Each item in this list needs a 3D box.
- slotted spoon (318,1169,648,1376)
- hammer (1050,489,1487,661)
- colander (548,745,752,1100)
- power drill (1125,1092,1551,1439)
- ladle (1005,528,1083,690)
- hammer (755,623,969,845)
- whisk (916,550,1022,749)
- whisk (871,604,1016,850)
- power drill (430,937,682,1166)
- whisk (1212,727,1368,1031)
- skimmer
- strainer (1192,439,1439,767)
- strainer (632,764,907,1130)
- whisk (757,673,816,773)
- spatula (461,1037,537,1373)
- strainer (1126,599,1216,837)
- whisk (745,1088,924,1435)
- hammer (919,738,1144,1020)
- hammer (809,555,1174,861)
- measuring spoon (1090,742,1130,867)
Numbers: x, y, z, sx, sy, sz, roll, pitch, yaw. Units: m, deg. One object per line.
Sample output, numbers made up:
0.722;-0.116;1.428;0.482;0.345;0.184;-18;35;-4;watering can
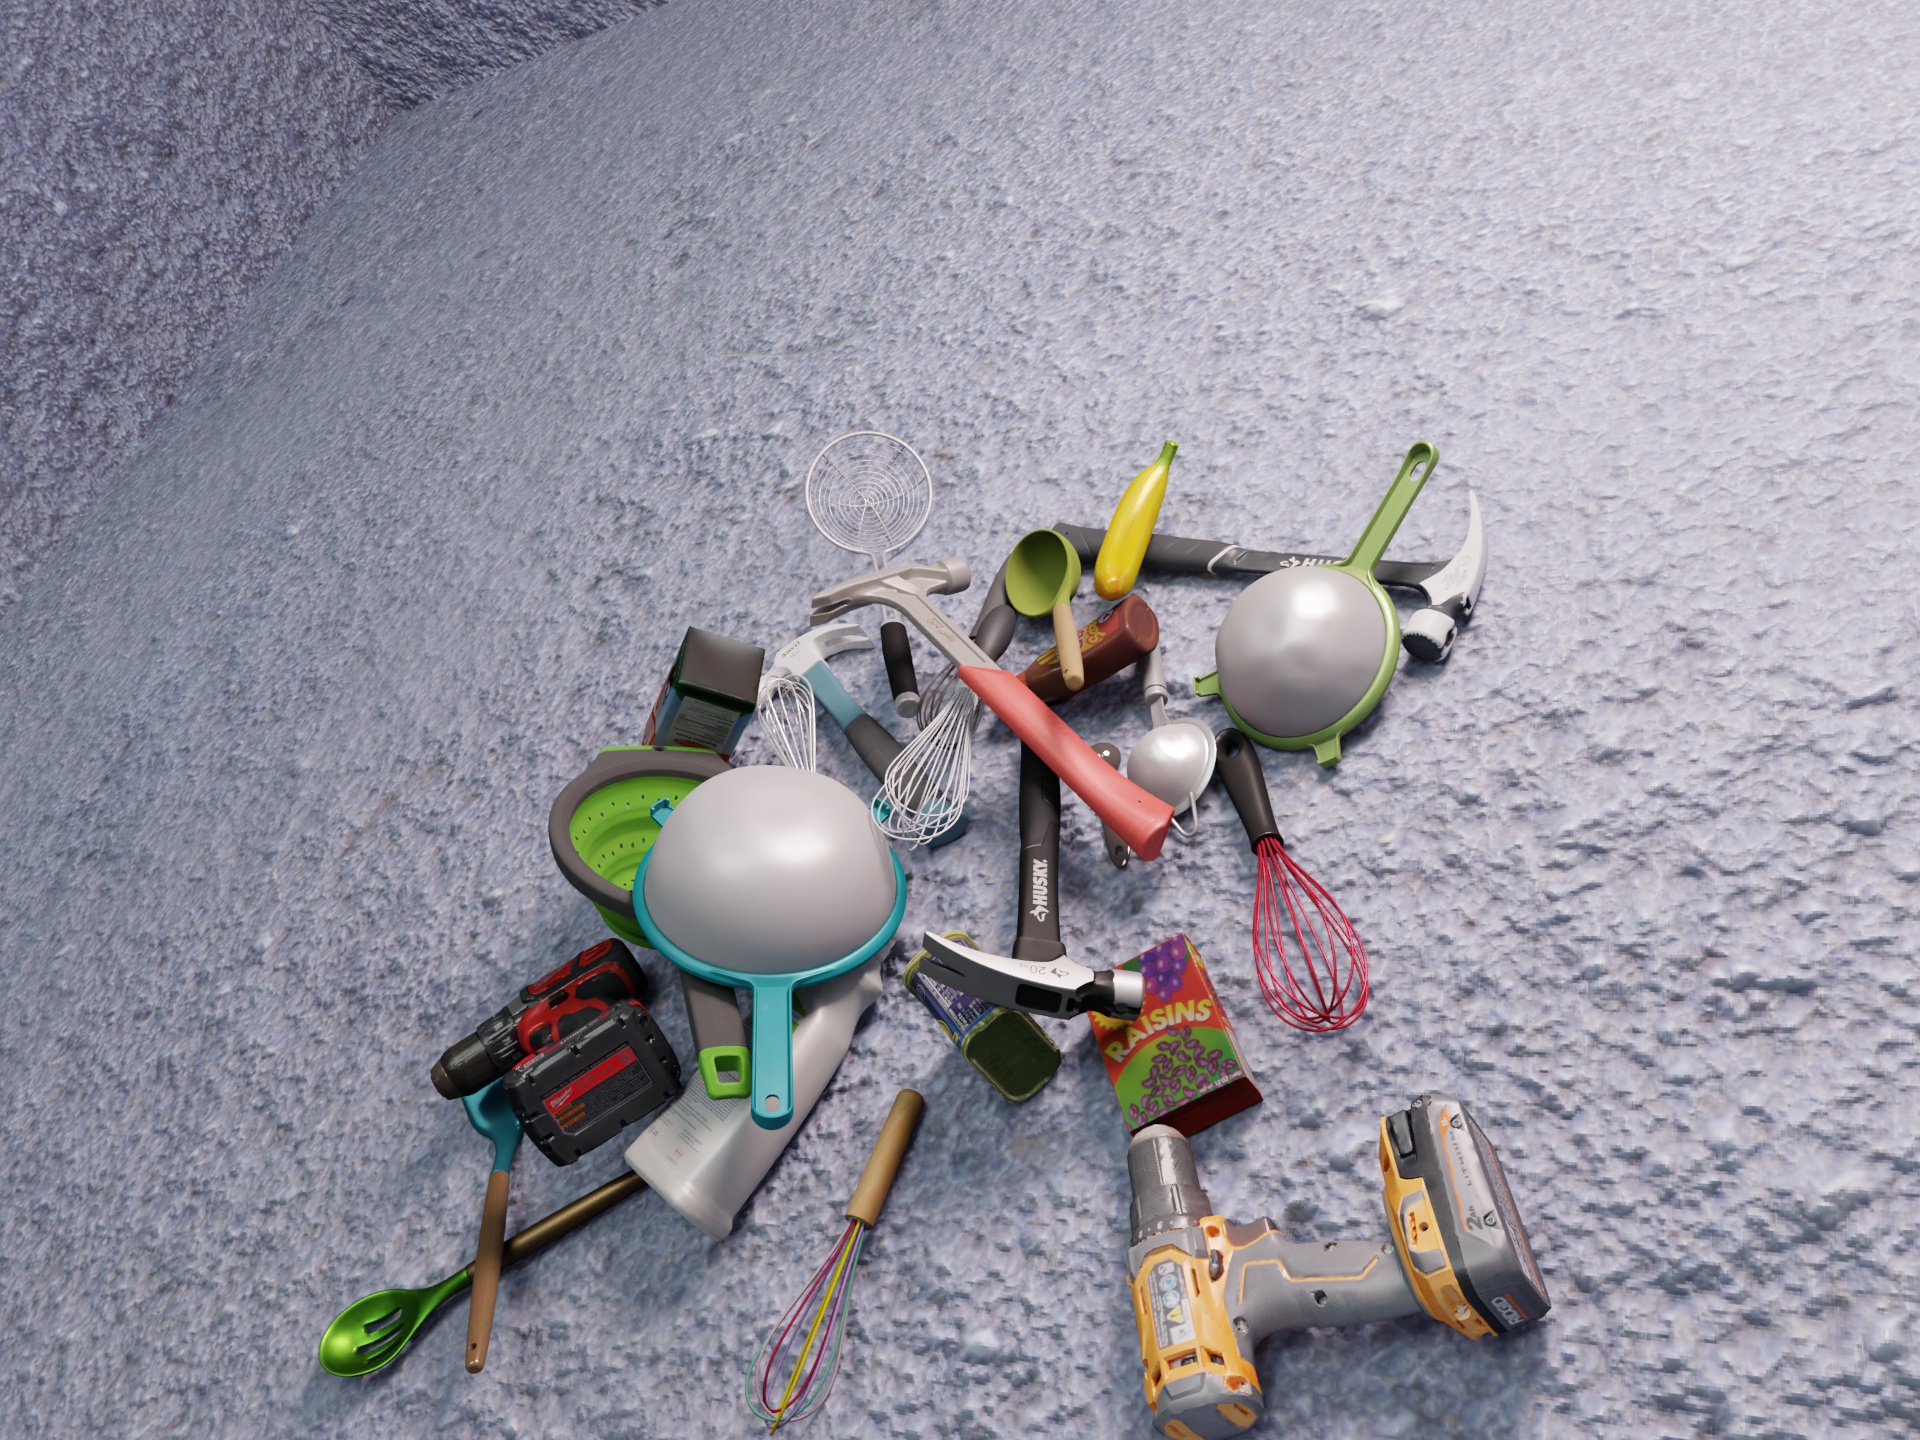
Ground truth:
-0.354;0.416;1.224;0.314;0.031;0.070;-31;39;4;slotted spoon
0.238;-0.137;1.318;0.409;0.036;0.149;11;59;41;hammer
-0.221;0.172;1.270;0.204;0.094;0.398;2;35;-21;colander
0.198;0.292;0.918;0.226;0.084;0.186;-27;40;18;power drill
0.072;-0.085;1.275;0.320;0.062;0.078;-88;24;-70;ladle
-0.086;0.013;1.406;0.128;0.033;0.331;-41;41;-3;hammer
0.020;-0.068;1.399;0.055;0.055;0.239;-2;47;33;whisk
-0.003;-0.004;1.286;0.070;0.070;0.285;-9;37;29;whisk
-0.322;0.262;1.248;0.188;0.080;0.227;-32;18;-14;power drill
0.216;0.099;1.100;0.073;0.073;0.296;-26;36;13;whisk
-0.072;-0.144;1.480;0.127;0.090;0.364;-6;39;-6;skimmer
0.270;-0.103;1.178;0.152;0.069;0.256;35;97;46;strainer
-0.137;0.136;1.158;0.211;0.095;0.341;0;36;-7;strainer
-0.128;0.060;1.352;0.058;0.059;0.247;-29;56;17;whisk
-0.368;0.368;1.238;0.082;0.044;0.318;-19;30;0;spatula
0.153;-0.013;1.259;0.087;0.050;0.259;-37;33;28;strainer
-0.079;0.360;1.076;0.051;0.047;0.245;7;52;25;whisk
0.052;0.091;1.166;0.146;0.035;0.335;8;32;-2;hammer
0.032;-0.013;1.236;0.149;0.036;0.359;-20;47;-29;hammer
0.113;0.063;1.229;0.034;0.018;0.124;-32;41;23;measuring spoon
